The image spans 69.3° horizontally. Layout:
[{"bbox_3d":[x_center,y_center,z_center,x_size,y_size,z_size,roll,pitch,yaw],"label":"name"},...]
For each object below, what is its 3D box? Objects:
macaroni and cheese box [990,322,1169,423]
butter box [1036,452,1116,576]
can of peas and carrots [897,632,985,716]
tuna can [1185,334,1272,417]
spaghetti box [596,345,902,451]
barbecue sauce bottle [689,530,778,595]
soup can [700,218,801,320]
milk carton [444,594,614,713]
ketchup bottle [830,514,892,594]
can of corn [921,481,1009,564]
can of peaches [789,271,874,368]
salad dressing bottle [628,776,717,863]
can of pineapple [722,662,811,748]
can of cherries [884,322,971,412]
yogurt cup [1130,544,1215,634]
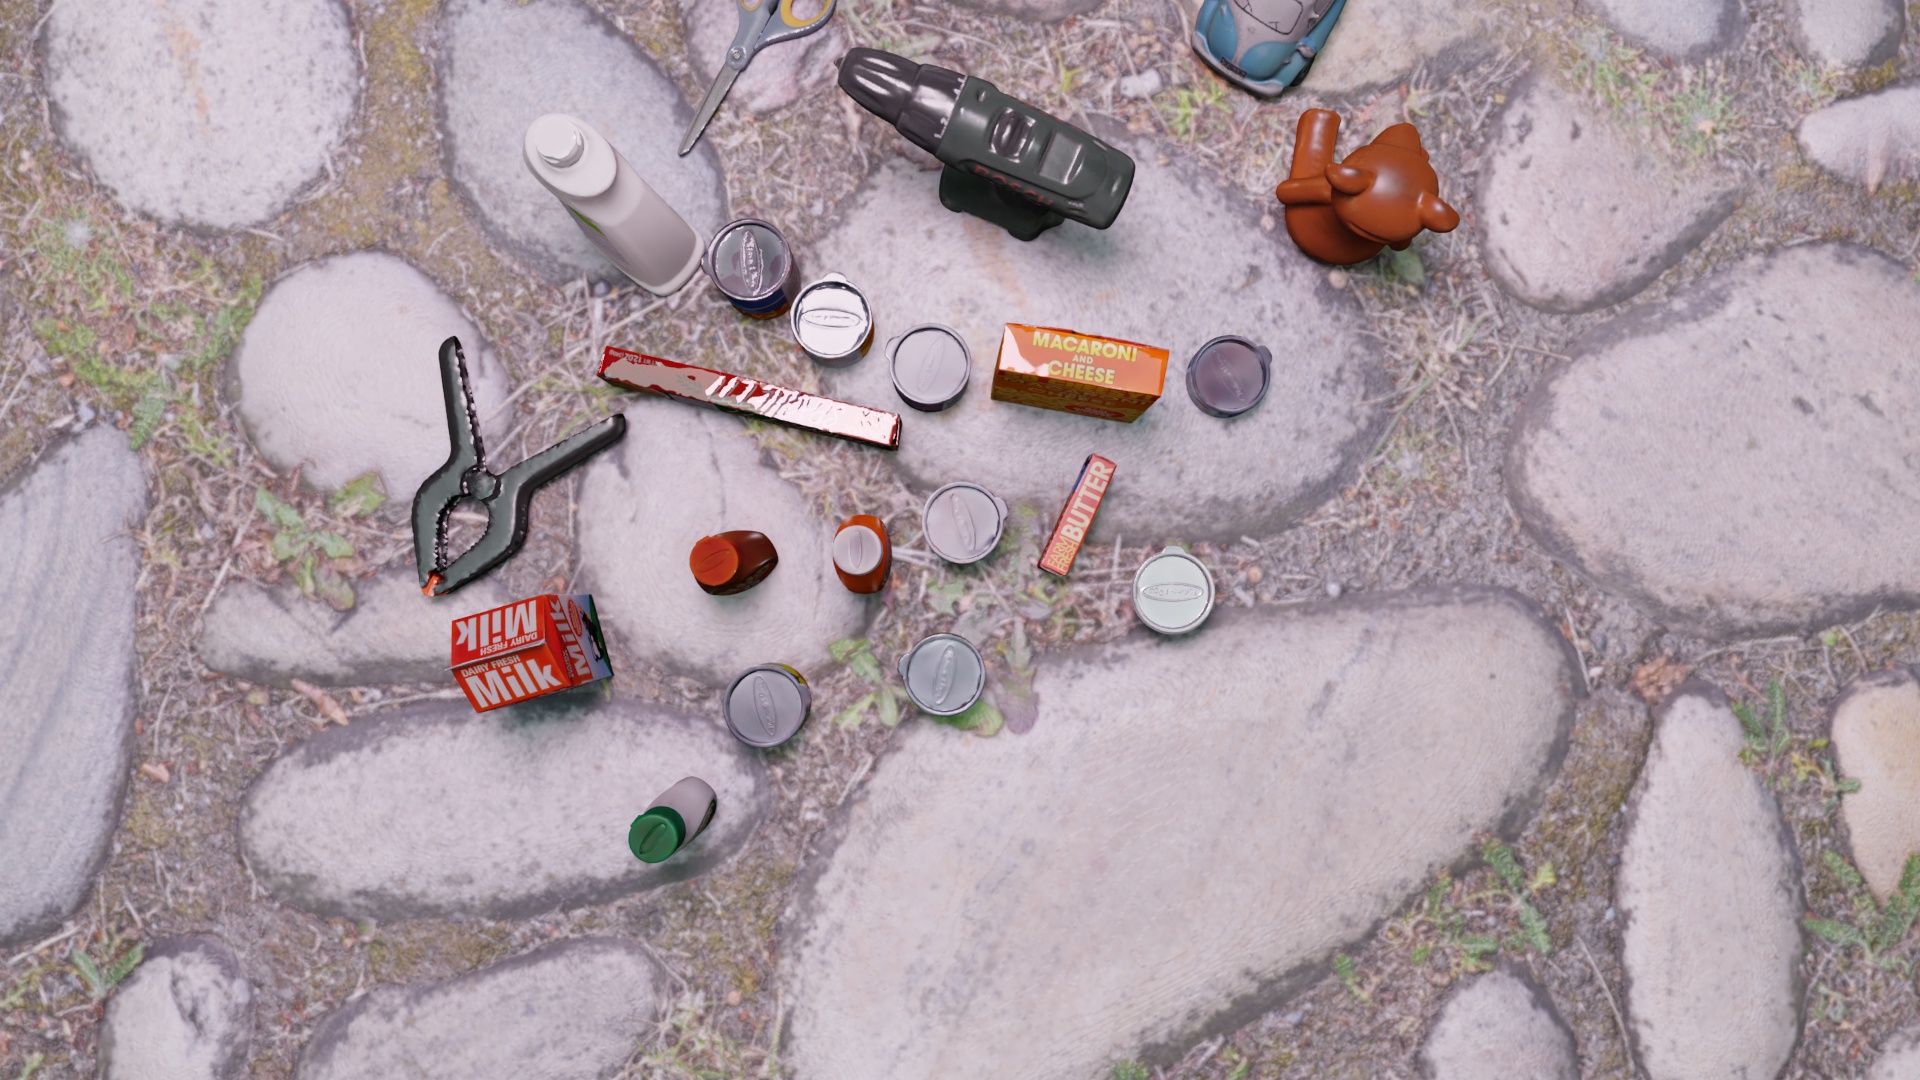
[{"bbox_3d":[0.089,-0.130,1.091,0.124,0.166,0.040,9,88,0],"label":"macaroni and cheese box"},{"bbox_3d":[0.095,-0.020,1.142,0.024,0.053,0.103,25,87,0],"label":"butter box"},{"bbox_3d":[-0.016,0.108,1.131,0.071,0.058,0.071,0,87,-1],"label":"can of peas and carrots"},{"bbox_3d":[0.225,-0.138,1.161,0.071,0.033,0.071,0,87,-1],"label":"tuna can"},{"bbox_3d":[-0.170,-0.116,1.145,0.250,0.050,0.028,13,88,0],"label":"spaghetti box"},{"bbox_3d":[-0.182,0.017,1.088,0.065,0.148,0.043,-31,89,-2],"label":"barbecue sauce bottle"},{"bbox_3d":[-0.169,-0.220,1.133,0.071,0.084,0.071,0,88,-1],"label":"soup can"},{"bbox_3d":[-0.328,0.084,1.062,0.072,0.190,0.073,-16,88,-1],"label":"milk carton"},{"bbox_3d":[-0.078,0.010,1.090,0.043,0.149,0.064,0,88,-1],"label":"ketchup bottle"},{"bbox_3d":[0.004,-0.014,1.138,0.071,0.058,0.071,0,87,-1],"label":"can of corn"},{"bbox_3d":[-0.104,-0.180,1.145,0.071,0.058,0.071,0,87,-1],"label":"can of peaches"},{"bbox_3d":[-0.225,0.219,1.078,0.044,0.147,0.064,38,88,1],"label":"salad dressing bottle"},{"bbox_3d":[-0.154,0.133,1.128,0.071,0.058,0.071,0,87,-1],"label":"can of pineapple"},{"bbox_3d":[-0.027,-0.143,1.144,0.071,0.058,0.071,0,87,-1],"label":"can of cherries"},{"bbox_3d":[0.171,0.042,1.140,0.072,0.054,0.072,0,87,-1],"label":"yogurt cup"}]
